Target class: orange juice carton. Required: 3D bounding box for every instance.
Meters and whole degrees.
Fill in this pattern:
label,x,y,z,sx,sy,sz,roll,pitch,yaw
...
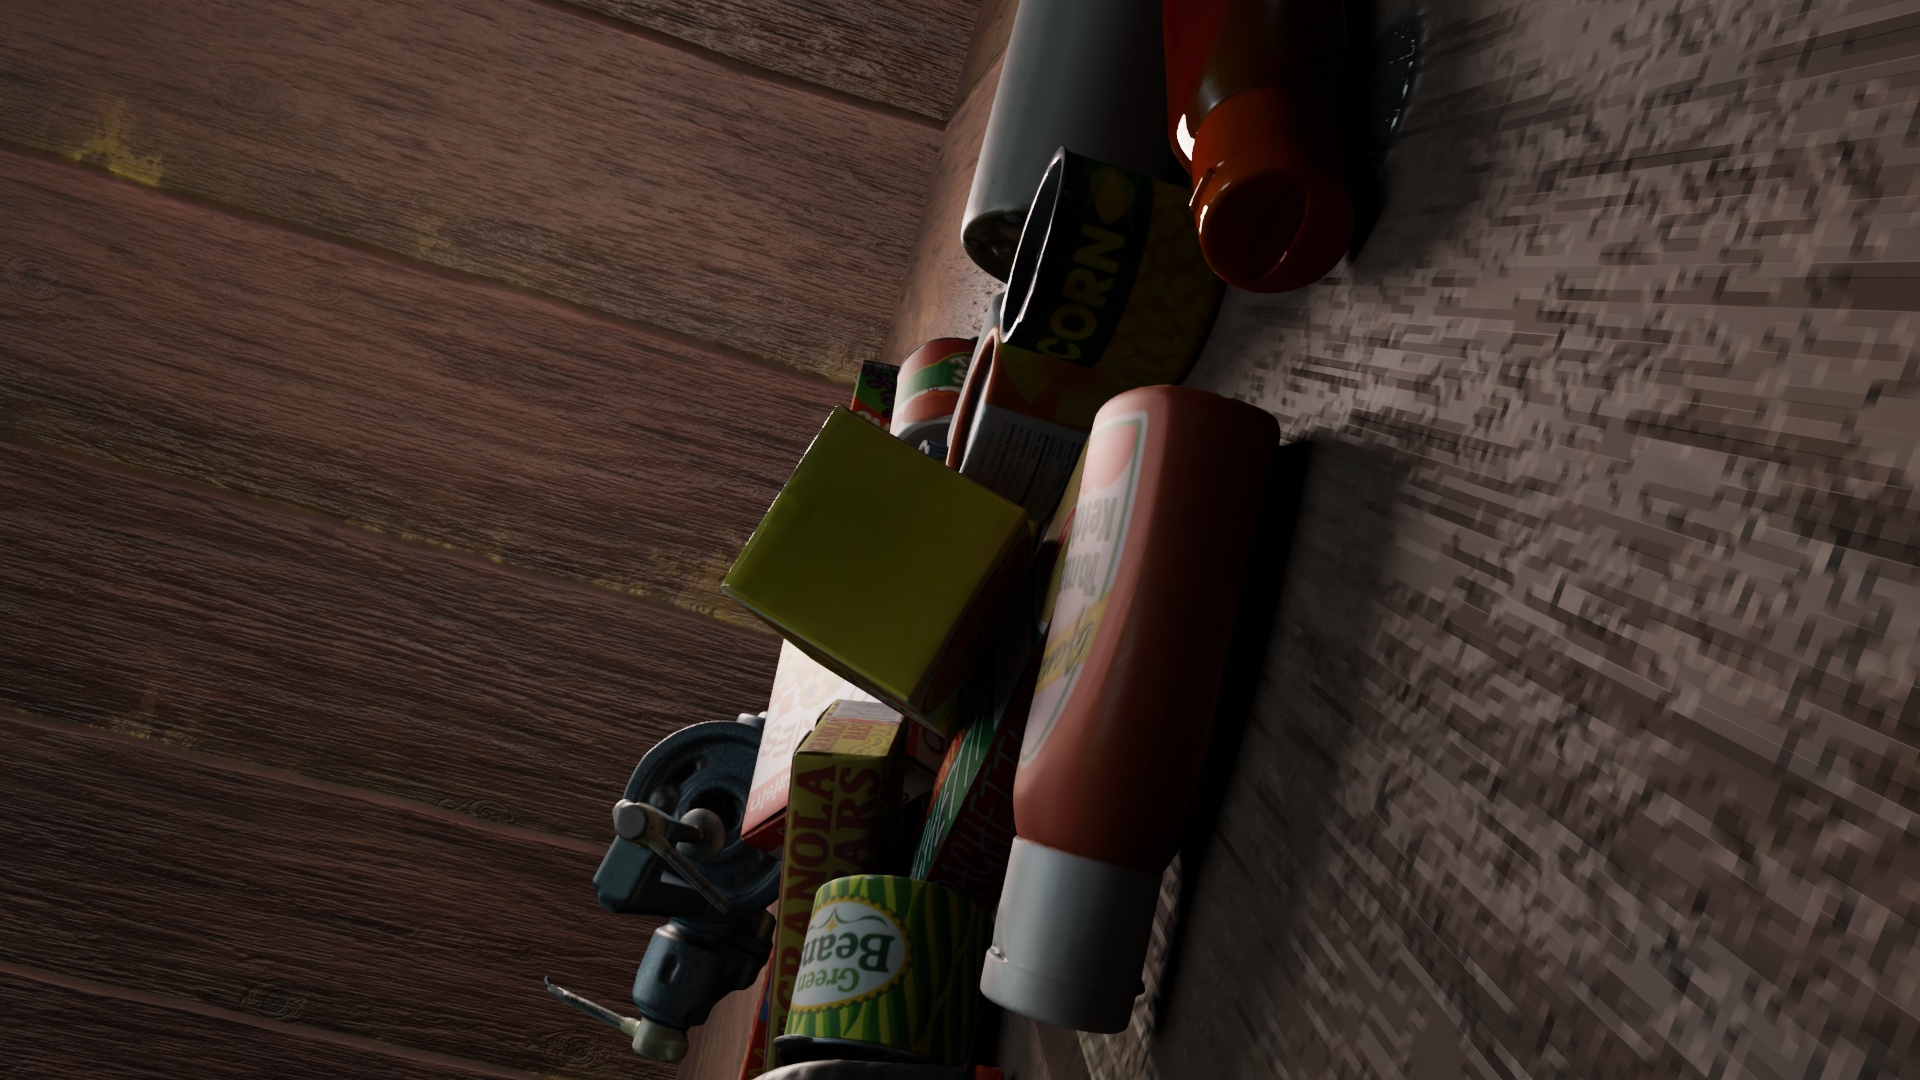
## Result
label,x,y,z,sx,sy,sz,roll,pitch,yaw
orange juice carton,-0.019,0.024,0.520,0.072,0.073,0.192,-58,-11,-9

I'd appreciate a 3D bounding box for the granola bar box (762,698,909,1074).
label,x,y,z,sx,sy,sz,roll,pitch,yaw
granola bar box,-0.052,0.159,0.590,0.124,0.039,0.165,-46,-39,-86

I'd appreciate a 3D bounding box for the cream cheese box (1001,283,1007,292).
label,x,y,z,sx,sy,sz,roll,pitch,yaw
cream cheese box,0.035,-0.121,0.755,0.104,0.024,0.053,-90,17,-63

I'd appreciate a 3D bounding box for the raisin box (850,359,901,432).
label,x,y,z,sx,sy,sz,roll,pitch,yaw
raisin box,-0.030,-0.052,0.848,0.039,0.086,0.124,105,175,-45

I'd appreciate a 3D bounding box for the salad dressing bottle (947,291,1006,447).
label,x,y,z,sx,sy,sz,roll,pitch,yaw
salad dressing bottle,0.016,-0.050,0.689,0.064,0.044,0.146,-88,15,-53

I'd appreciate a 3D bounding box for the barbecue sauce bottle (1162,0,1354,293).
label,x,y,z,sx,sy,sz,roll,pitch,yaw
barbecue sauce bottle,0.080,-0.125,0.378,0.064,0.044,0.149,113,169,-45

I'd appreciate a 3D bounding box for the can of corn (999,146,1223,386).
label,x,y,z,sx,sy,sz,roll,pitch,yaw
can of corn,0.050,-0.087,0.457,0.071,0.058,0.071,-162,87,-82

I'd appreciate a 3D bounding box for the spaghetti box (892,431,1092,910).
label,x,y,z,sx,sy,sz,roll,pitch,yaw
spaghetti box,0.017,0.072,0.490,0.050,0.029,0.248,-84,13,-51

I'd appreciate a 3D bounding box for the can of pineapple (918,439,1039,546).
label,x,y,z,sx,sy,sz,roll,pitch,yaw
can of pineapple,0.002,-0.008,0.642,0.071,0.058,0.071,-162,87,-82

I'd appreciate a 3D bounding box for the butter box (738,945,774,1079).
label,x,y,z,sx,sy,sz,roll,pitch,yaw
butter box,-0.091,0.279,0.756,0.024,0.053,0.103,151,134,-82

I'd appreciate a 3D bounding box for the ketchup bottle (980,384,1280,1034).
label,x,y,z,sx,sy,sz,roll,pitch,yaw
ketchup bottle,0.040,0.040,0.338,0.064,0.043,0.149,146,139,-78

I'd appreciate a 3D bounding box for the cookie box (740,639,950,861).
label,x,y,z,sx,sy,sz,roll,pitch,yaw
cookie box,-0.056,0.078,0.756,0.122,0.040,0.168,-35,32,33

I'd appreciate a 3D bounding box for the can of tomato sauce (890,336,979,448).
label,x,y,z,sx,sy,sz,roll,pitch,yaw
can of tomato sauce,-0.005,-0.066,0.783,0.083,0.071,0.070,-85,13,-51

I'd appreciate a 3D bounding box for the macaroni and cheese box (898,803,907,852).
label,x,y,z,sx,sy,sz,roll,pitch,yaw
macaroni and cheese box,-0.065,0.165,0.847,0.165,0.040,0.124,118,165,-58

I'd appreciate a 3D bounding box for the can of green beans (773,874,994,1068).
label,x,y,z,sx,sy,sz,roll,pitch,yaw
can of green beans,-0.024,0.155,0.479,0.071,0.071,0.058,116,167,-54

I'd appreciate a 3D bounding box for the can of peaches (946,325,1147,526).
label,x,y,z,sx,sy,sz,roll,pitch,yaw
can of peaches,0.030,-0.041,0.508,0.071,0.058,0.071,-162,87,-82
